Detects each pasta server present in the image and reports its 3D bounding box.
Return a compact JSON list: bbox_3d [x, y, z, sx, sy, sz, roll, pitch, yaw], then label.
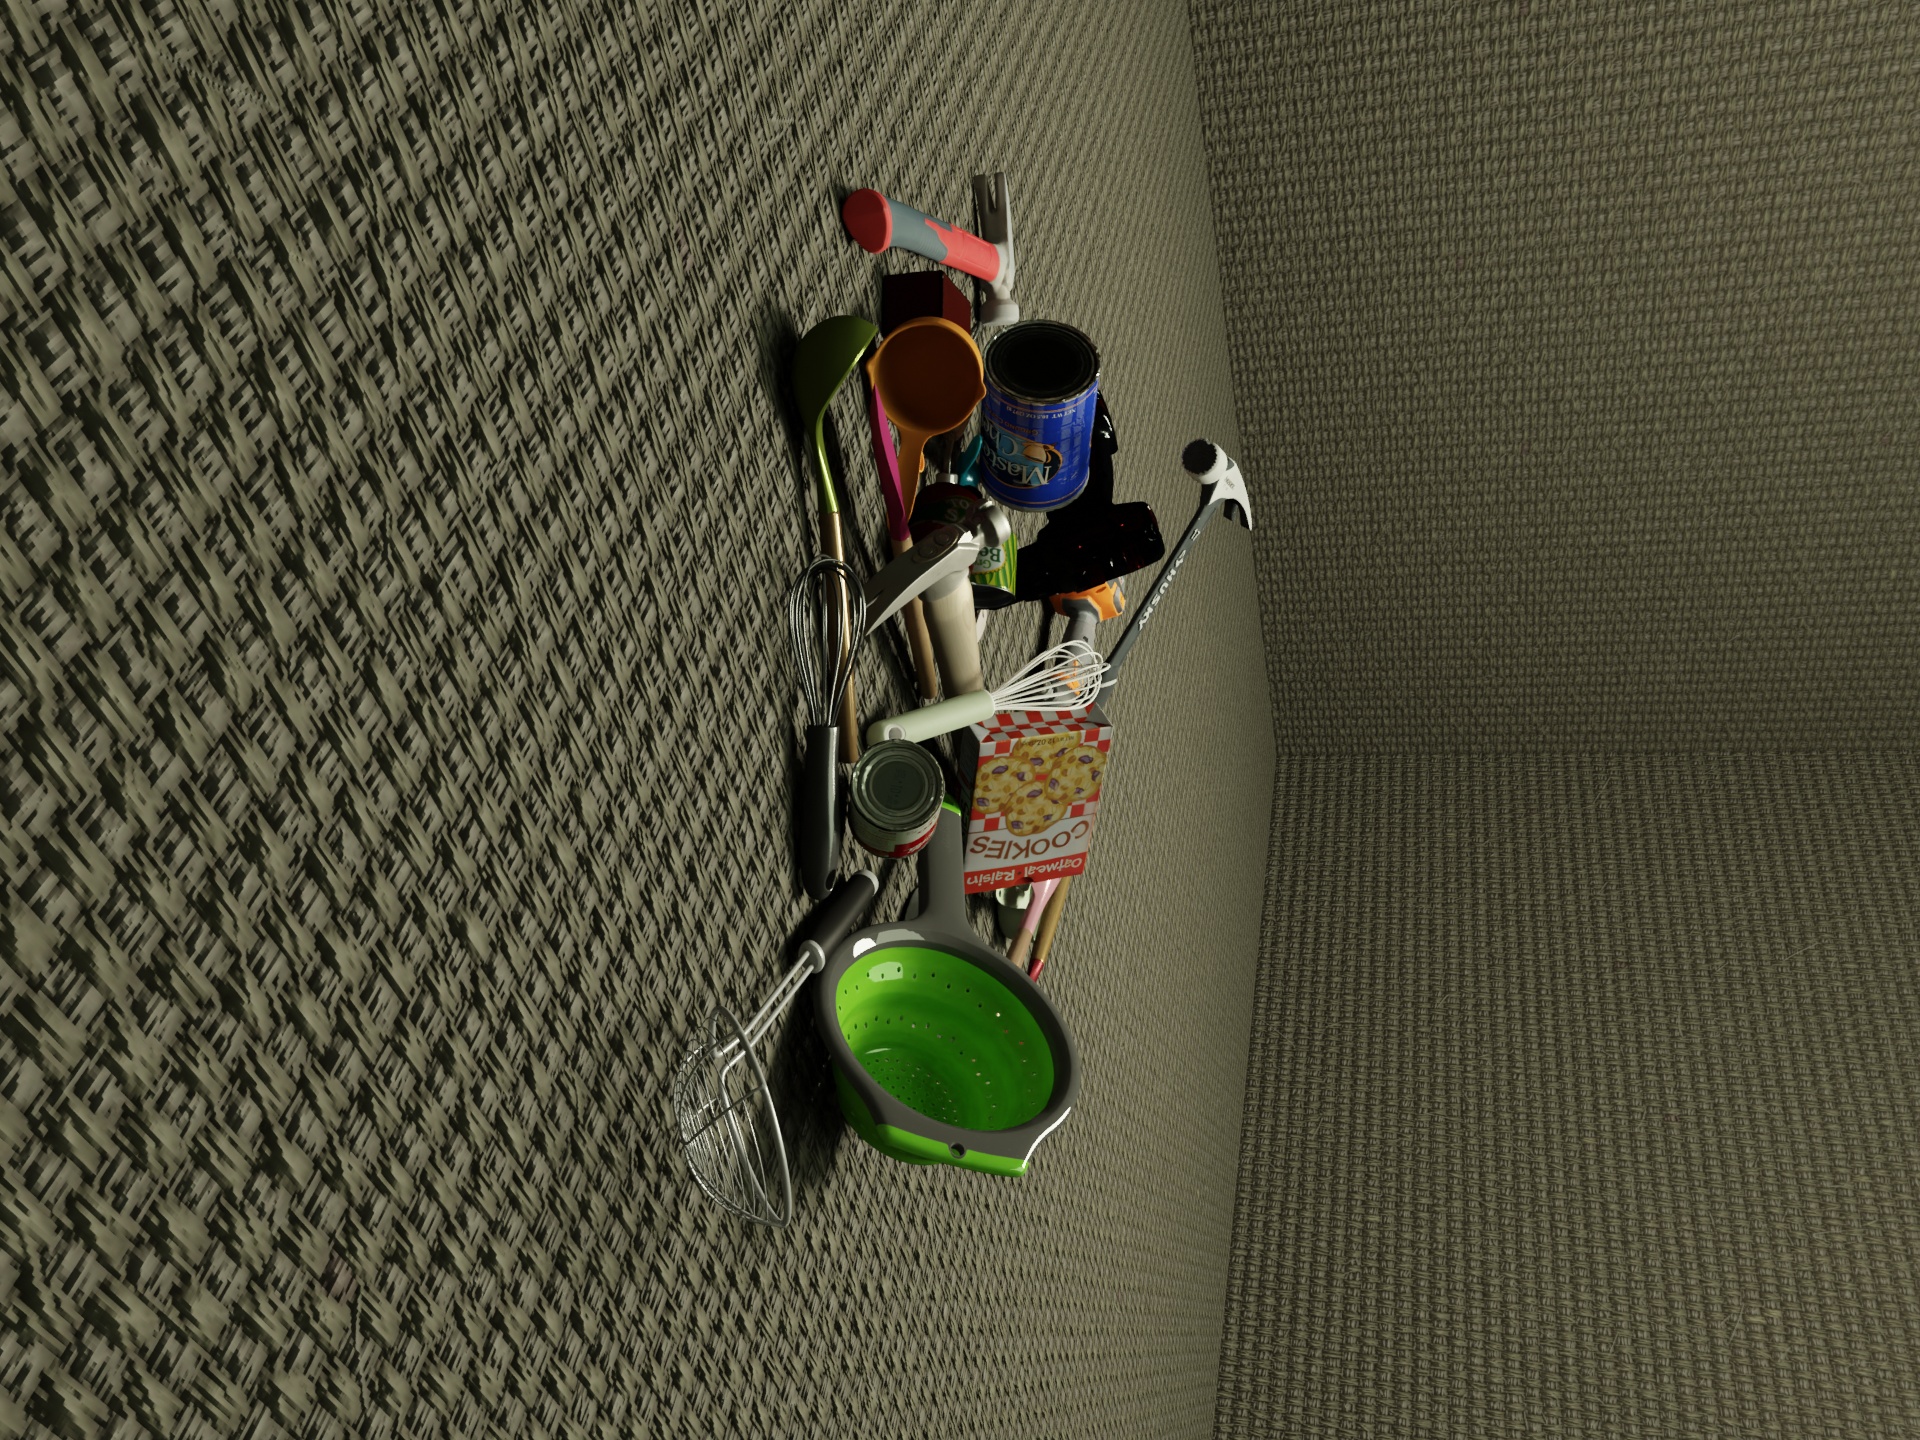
[{"bbox_3d":[0.043,0.212,1.442,0.316,0.040,0.060,-64,148,-45],"label":"pasta server"}]

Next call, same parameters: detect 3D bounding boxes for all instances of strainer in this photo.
[{"bbox_3d":[-0.013,-0.216,1.371,0.087,0.050,0.258,-166,-101,-68],"label":"strainer"}]

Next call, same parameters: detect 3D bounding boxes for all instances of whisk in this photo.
[{"bbox_3d":[0.025,-0.016,1.290,0.246,0.059,0.058,-18,102,-35],"label":"whisk"},{"bbox_3d":[-0.094,0.005,1.095,0.055,0.055,0.239,-11,104,-72],"label":"whisk"}]

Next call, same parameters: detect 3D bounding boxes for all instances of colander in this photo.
[{"bbox_3d":[-0.027,0.202,1.210,0.398,0.204,0.094,-93,-154,-54],"label":"colander"}]

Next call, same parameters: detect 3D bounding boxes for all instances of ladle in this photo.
[{"bbox_3d":[0.078,0.219,1.542,0.316,0.031,0.069,-67,153,-50],"label":"ladle"},{"bbox_3d":[-0.079,-0.123,1.129,0.078,0.062,0.320,-98,-176,-73],"label":"ladle"}]

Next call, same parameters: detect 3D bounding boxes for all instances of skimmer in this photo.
[{"bbox_3d":[-0.089,0.180,1.011,0.363,0.090,0.127,-52,137,-65],"label":"skimmer"}]

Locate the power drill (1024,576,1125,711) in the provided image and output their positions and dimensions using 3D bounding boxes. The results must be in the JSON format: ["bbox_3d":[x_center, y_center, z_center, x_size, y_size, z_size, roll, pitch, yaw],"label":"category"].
[{"bbox_3d":[0.118,-0.081,1.723,0.164,0.084,0.227,51,45,-62],"label":"power drill"}]

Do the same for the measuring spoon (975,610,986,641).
[{"bbox_3d":[0.009,-0.085,1.486,0.124,0.018,0.034,-67,152,-66],"label":"measuring spoon"}]

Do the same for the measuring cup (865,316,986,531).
[{"bbox_3d":[-0.034,-0.236,1.269,0.052,0.095,0.173,-79,-178,-65],"label":"measuring cup"}]

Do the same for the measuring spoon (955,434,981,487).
[{"bbox_3d":[0.014,-0.226,1.399,0.128,0.021,0.042,144,-48,-79],"label":"measuring spoon"}]

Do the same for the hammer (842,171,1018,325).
[{"bbox_3d":[-0.018,-0.428,1.369,0.386,0.038,0.143,-28,114,-71],"label":"hammer"}]

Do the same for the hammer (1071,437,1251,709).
[{"bbox_3d":[0.140,-0.053,1.436,0.409,0.036,0.149,-59,152,4],"label":"hammer"}]

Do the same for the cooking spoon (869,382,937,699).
[{"bbox_3d":[-0.044,-0.125,1.239,0.318,0.017,0.069,80,1,-48],"label":"cooking spoon"}]

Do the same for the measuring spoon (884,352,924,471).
[{"bbox_3d":[-0.050,-0.257,1.310,0.021,0.011,0.116,-69,149,-51],"label":"measuring spoon"}]

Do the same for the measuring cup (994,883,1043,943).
[{"bbox_3d":[0.046,0.175,1.547,0.167,0.038,0.083,30,61,-67],"label":"measuring cup"}]

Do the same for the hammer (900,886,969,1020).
[{"bbox_3d":[0.009,0.232,1.428,0.330,0.033,0.128,50,43,-64],"label":"hammer"}]

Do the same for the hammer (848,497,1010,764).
[{"bbox_3d":[-0.002,-0.004,1.341,0.146,0.038,0.410,-39,148,-18],"label":"hammer"}]

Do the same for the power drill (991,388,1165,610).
[{"bbox_3d":[0.082,-0.207,1.516,0.080,0.188,0.227,59,15,-49],"label":"power drill"}]
